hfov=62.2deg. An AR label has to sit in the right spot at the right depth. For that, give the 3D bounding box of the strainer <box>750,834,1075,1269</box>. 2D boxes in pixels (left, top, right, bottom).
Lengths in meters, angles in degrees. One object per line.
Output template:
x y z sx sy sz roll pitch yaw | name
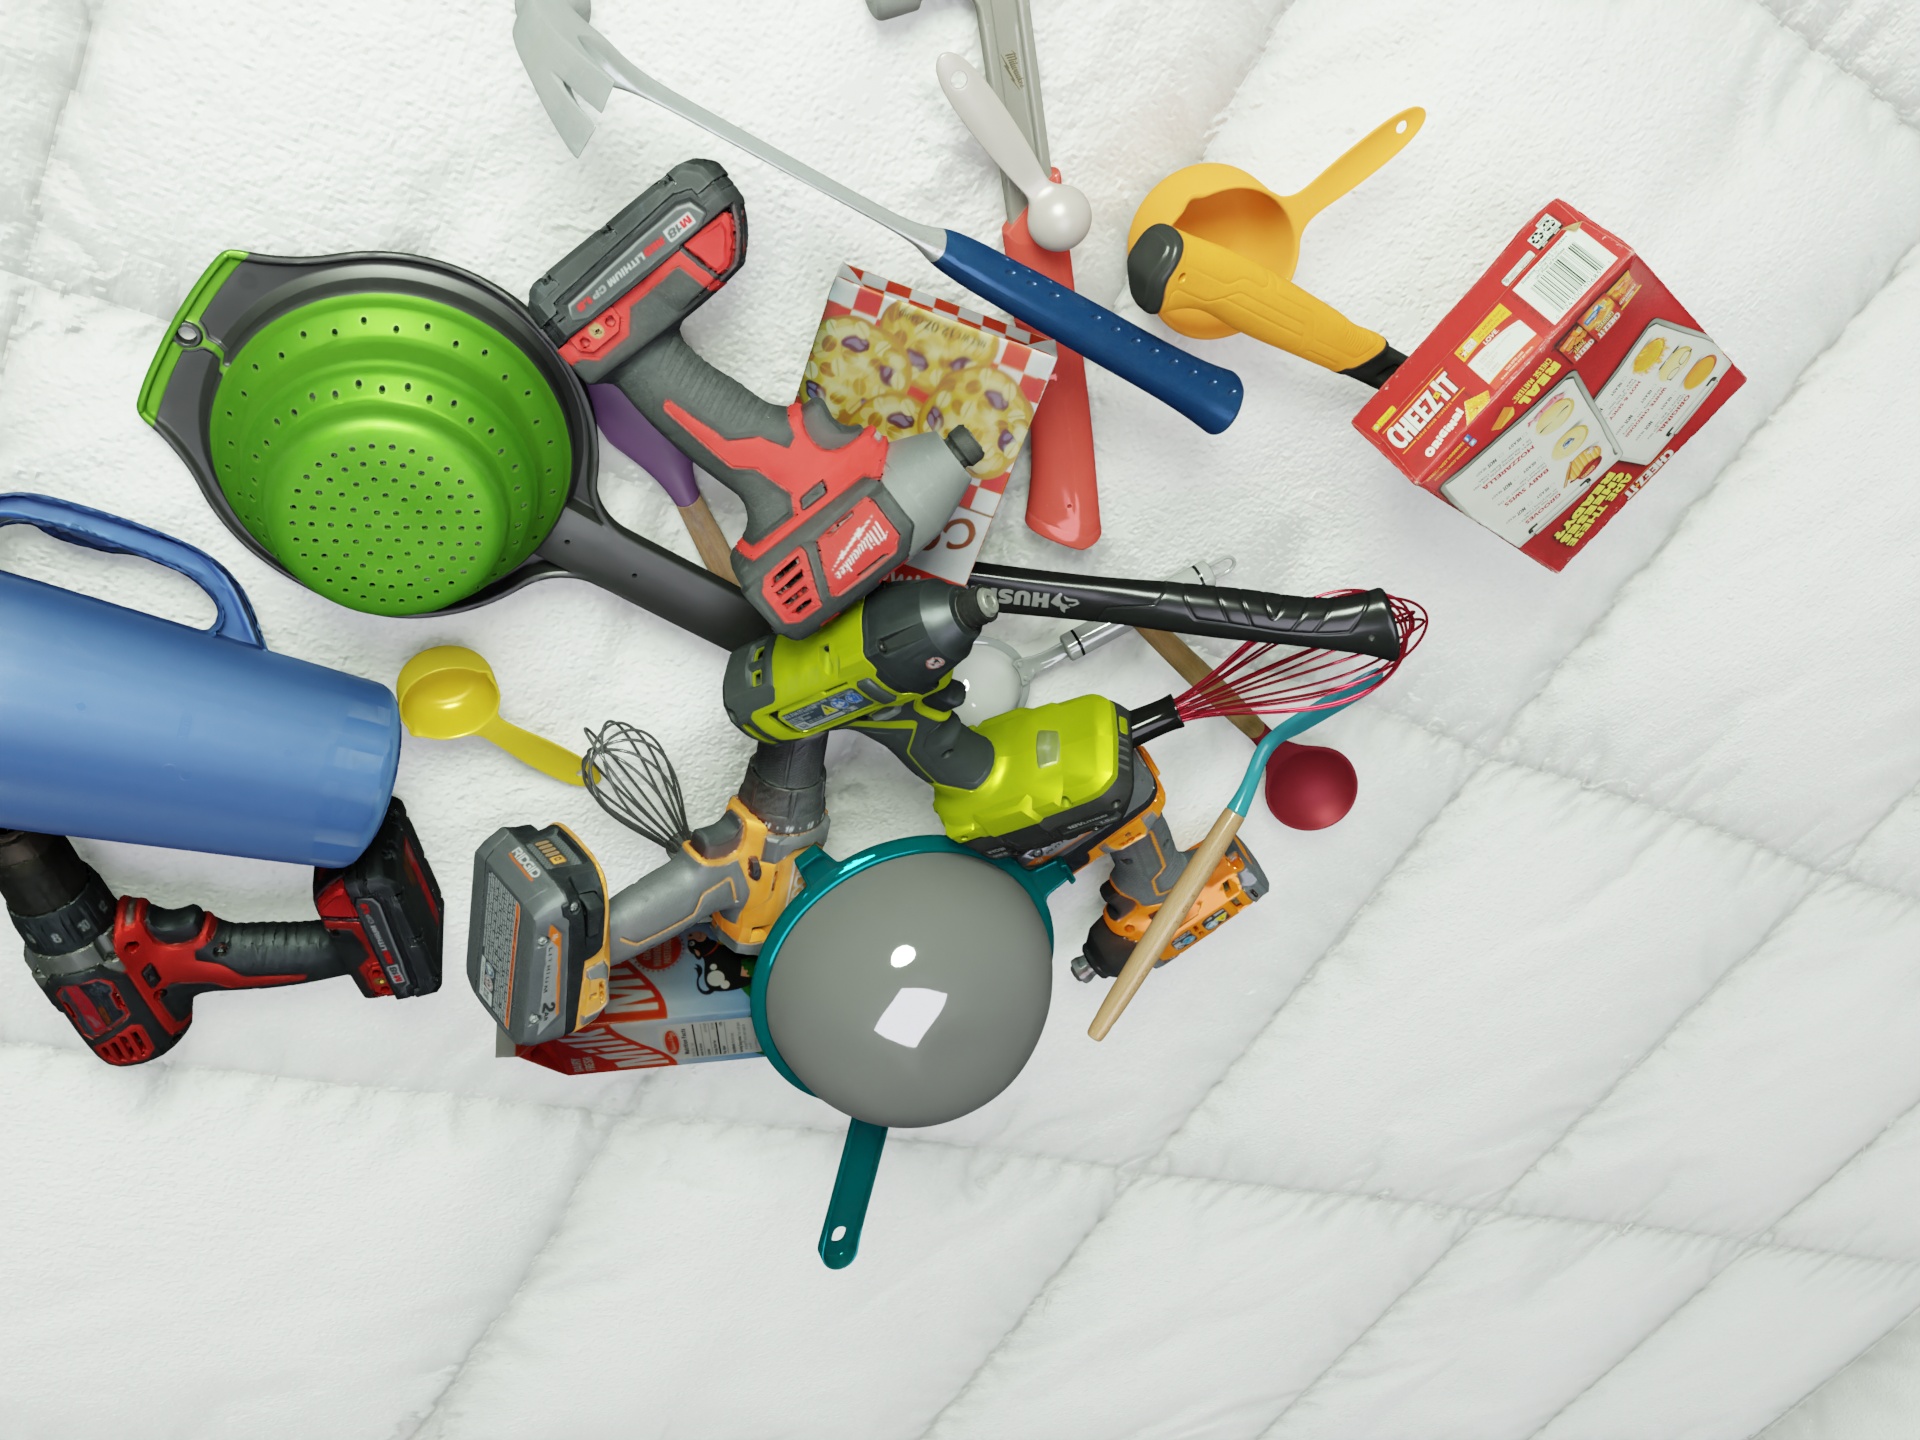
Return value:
-0.037 0.244 1.039 0.211 0.095 0.340 5 112 -25 | strainer

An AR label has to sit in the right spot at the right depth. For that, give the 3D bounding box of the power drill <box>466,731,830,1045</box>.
-0.173 0.083 0.954 0.226 0.084 0.185 -17 134 -41 | power drill

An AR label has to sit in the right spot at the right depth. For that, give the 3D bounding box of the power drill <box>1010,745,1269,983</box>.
0.110 0.108 1.149 0.164 0.084 0.226 -37 135 11 | power drill

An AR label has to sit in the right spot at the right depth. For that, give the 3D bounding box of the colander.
-0.222 -0.088 0.837 0.396 0.095 0.204 27 115 -31 | colander

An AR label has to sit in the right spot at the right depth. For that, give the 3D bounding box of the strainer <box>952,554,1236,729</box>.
0.066 -0.045 1.034 0.258 0.050 0.086 -28 127 -1 | strainer

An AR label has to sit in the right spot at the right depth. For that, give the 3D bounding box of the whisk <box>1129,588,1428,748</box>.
0.158 -0.014 1.023 0.296 0.073 0.073 -23 132 9 | whisk

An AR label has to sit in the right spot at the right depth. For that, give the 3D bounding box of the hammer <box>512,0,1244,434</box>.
-0.020 -0.230 0.766 0.405 0.144 0.035 20 122 -30 | hammer

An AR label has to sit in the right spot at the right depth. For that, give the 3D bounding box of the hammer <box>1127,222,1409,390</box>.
0.216 -0.219 0.895 0.336 0.034 0.127 7 126 -44 | hammer

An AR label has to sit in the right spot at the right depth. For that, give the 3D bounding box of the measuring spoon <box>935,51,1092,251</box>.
0.027 -0.281 0.792 0.034 0.018 0.124 -38 129 11 | measuring spoon

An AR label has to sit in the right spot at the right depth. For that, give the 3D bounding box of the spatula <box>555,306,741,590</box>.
-0.145 -0.108 0.917 0.060 0.018 0.315 -21 131 1 | spatula

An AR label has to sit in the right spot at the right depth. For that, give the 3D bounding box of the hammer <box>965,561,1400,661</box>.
0.098 -0.066 0.956 0.335 0.035 0.146 6 124 0 | hammer

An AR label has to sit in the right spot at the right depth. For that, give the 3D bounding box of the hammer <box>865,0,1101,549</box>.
0.052 -0.250 0.863 0.149 0.037 0.358 -18 131 -6 | hammer

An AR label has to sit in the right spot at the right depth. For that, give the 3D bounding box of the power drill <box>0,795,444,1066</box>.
-0.442 0.112 0.951 0.226 0.080 0.187 -12 130 -7 | power drill

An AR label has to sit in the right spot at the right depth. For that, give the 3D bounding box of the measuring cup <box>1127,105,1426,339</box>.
0.169 -0.285 0.868 0.173 0.052 0.095 -36 131 8 | measuring cup

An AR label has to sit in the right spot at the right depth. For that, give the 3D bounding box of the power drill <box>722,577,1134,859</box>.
-0.001 -0.003 0.919 0.171 0.080 0.223 -20 144 32 | power drill

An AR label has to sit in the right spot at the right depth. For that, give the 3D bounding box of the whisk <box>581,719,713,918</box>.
-0.184 0.081 1.042 0.055 0.055 0.238 -25 137 1 | whisk

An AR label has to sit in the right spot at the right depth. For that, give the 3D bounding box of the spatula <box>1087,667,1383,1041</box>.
0.183 0.091 1.086 0.317 0.044 0.082 -58 163 4 | spatula

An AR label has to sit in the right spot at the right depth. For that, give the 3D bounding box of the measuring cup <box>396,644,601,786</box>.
-0.274 0.001 0.961 0.062 0.029 0.156 -37 142 11 | measuring cup

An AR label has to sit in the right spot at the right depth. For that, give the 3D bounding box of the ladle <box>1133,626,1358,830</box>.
0.193 -0.004 1.104 0.069 0.031 0.315 -41 135 11 | ladle

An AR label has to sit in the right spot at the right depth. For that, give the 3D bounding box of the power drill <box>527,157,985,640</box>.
-0.096 -0.161 0.796 0.143 0.079 0.219 -36 107 8 | power drill
